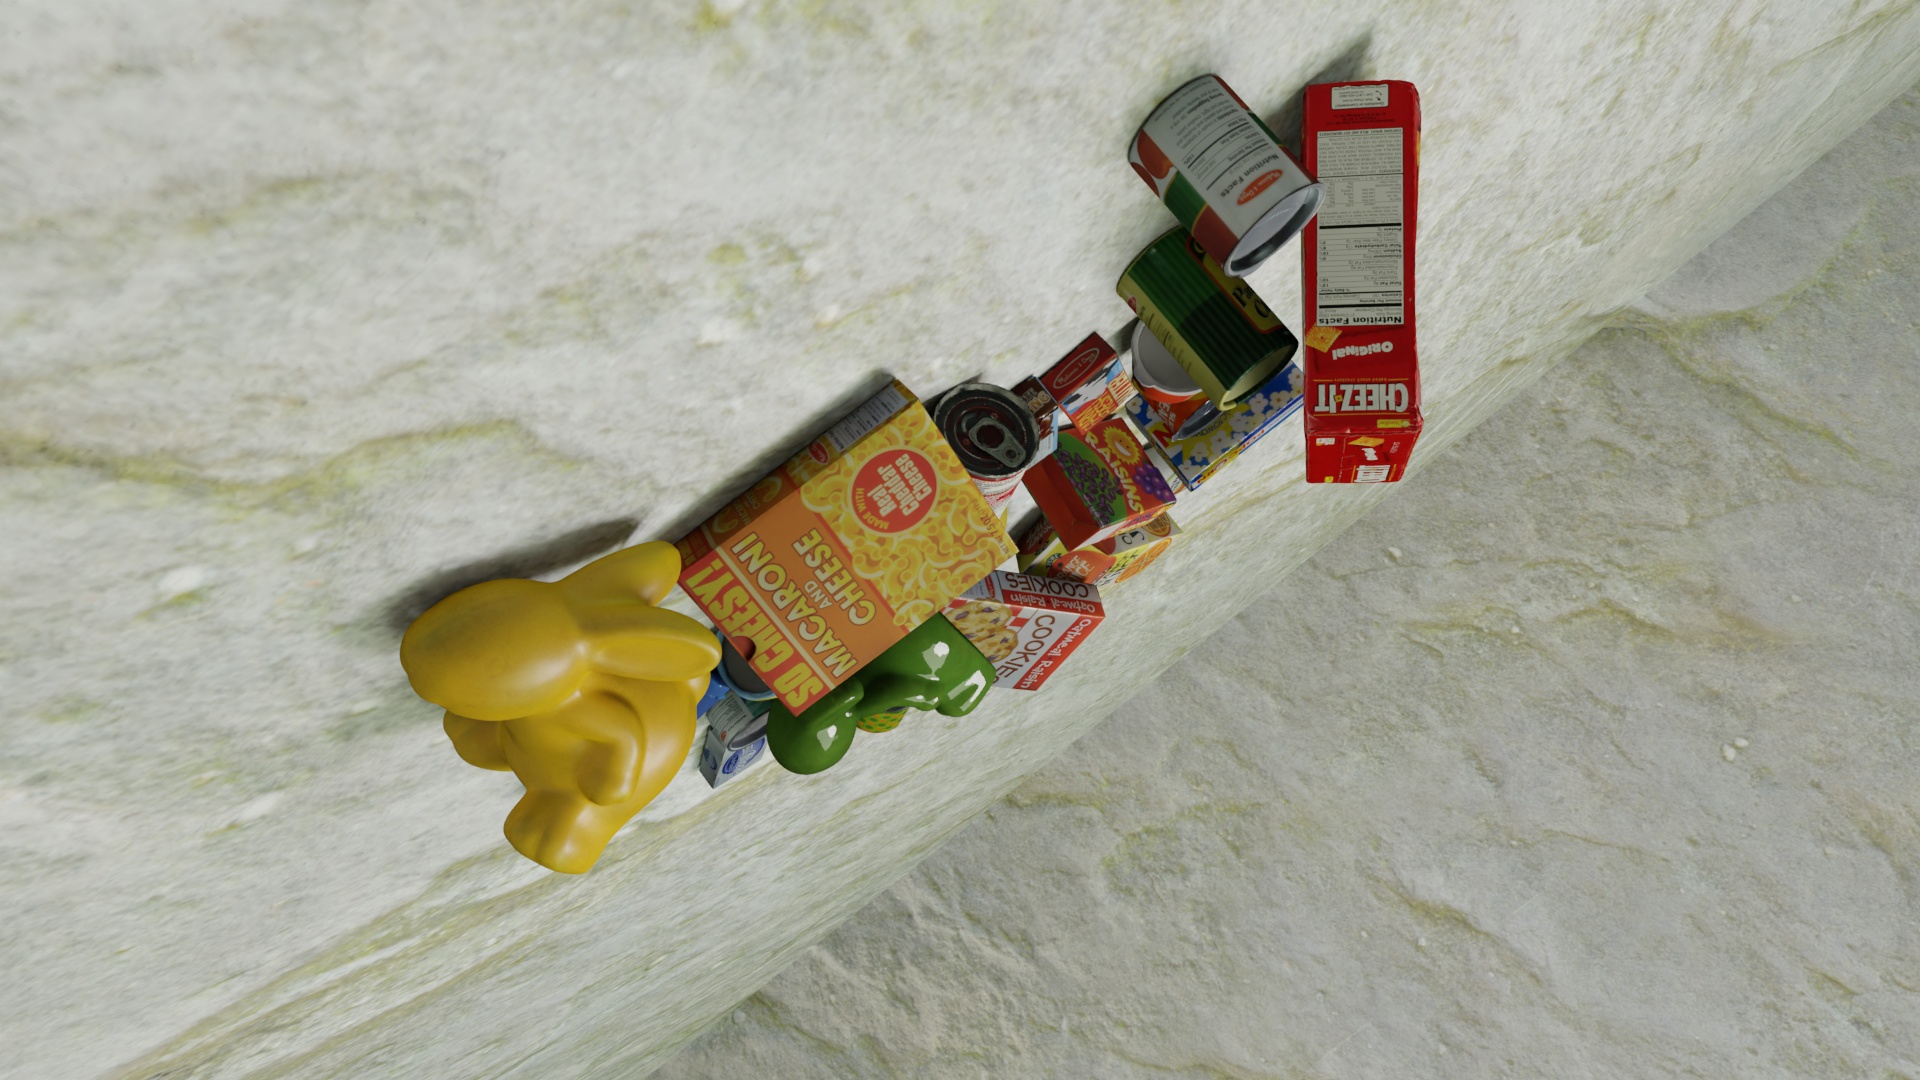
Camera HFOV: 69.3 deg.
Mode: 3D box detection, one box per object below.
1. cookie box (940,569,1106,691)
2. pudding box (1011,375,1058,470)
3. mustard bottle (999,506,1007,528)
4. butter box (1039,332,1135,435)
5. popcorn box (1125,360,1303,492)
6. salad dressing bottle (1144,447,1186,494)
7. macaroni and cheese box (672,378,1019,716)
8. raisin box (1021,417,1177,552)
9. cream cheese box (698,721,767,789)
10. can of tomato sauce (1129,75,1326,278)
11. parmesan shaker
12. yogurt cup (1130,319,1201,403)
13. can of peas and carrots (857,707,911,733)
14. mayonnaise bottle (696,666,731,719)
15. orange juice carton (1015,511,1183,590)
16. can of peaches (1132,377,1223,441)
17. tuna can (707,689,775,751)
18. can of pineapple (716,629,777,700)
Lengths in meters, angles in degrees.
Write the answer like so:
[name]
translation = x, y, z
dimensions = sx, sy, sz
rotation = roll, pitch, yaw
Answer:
[cookie box]
translation = 0.024, 0.076, 1.207
dimensions = 0.168, 0.040, 0.122
rotation = 9, 139, -29
[pudding box]
translation = 0.041, -0.075, 0.956
dimensions = 0.050, 0.030, 0.083
rotation = -35, 165, -7
[mustard bottle]
translation = 0.004, -0.013, 1.016
dimensions = 0.065, 0.049, 0.159
rotation = -34, 165, -20
[butter box]
translation = 0.091, -0.109, 0.981
dimensions = 0.053, 0.024, 0.103
rotation = -40, 165, 6
[popcorn box]
translation = 0.209, -0.112, 1.121
dimensions = 0.126, 0.085, 0.038
rotation = -38, 164, 3
[salad dressing bottle]
translation = 0.165, -0.055, 1.269
dimensions = 0.148, 0.044, 0.064
rotation = -20, 156, -48
[macaroni and cheese box]
translation = -0.066, 0.006, 0.798
dimensions = 0.166, 0.040, 0.123
rotation = -37, 122, -4
[raisin box]
translation = 0.106, -0.046, 1.079
dimensions = 0.040, 0.086, 0.124
rotation = -41, 165, 35
[cream cheese box]
translation = -0.188, 0.171, 1.171
dimensions = 0.053, 0.024, 0.103
rotation = -31, 164, -28
[can of tomato sauce]
translation = 0.139, -0.191, 0.733
dimensions = 0.071, 0.083, 0.071
rotation = -35, 165, -11
[parmesan shaker]
translation = 0.158, -0.141, 0.885
dimensions = 0.071, 0.103, 0.071
rotation = -35, 165, -11
[yogurt cup]
translation = 0.152, -0.130, 0.985
dimensions = 0.072, 0.072, 0.054
rotation = -36, 173, -6
[can of peas and carrots]
translation = -0.074, 0.131, 1.240
dimensions = 0.071, 0.071, 0.058
rotation = -29, 163, -29
[mayonnaise bottle]
translation = -0.220, 0.134, 0.959
dimensions = 0.148, 0.041, 0.065
rotation = -42, 166, 13
[orange juice carton]
translation = 0.120, 0.001, 1.276
dimensions = 0.071, 0.073, 0.193
rotation = -47, 162, 31
[can of peaches]
translation = 0.174, -0.119, 1.073
dimensions = 0.071, 0.058, 0.071
rotation = -35, 165, -10
[tuna can]
translation = -0.163, 0.134, 1.099
dimensions = 0.071, 0.033, 0.071
rotation = -35, 165, -11
[can of pineapple]
translation = -0.125, 0.076, 0.946
dimensions = 0.071, 0.071, 0.058
rotation = -43, 163, 18
